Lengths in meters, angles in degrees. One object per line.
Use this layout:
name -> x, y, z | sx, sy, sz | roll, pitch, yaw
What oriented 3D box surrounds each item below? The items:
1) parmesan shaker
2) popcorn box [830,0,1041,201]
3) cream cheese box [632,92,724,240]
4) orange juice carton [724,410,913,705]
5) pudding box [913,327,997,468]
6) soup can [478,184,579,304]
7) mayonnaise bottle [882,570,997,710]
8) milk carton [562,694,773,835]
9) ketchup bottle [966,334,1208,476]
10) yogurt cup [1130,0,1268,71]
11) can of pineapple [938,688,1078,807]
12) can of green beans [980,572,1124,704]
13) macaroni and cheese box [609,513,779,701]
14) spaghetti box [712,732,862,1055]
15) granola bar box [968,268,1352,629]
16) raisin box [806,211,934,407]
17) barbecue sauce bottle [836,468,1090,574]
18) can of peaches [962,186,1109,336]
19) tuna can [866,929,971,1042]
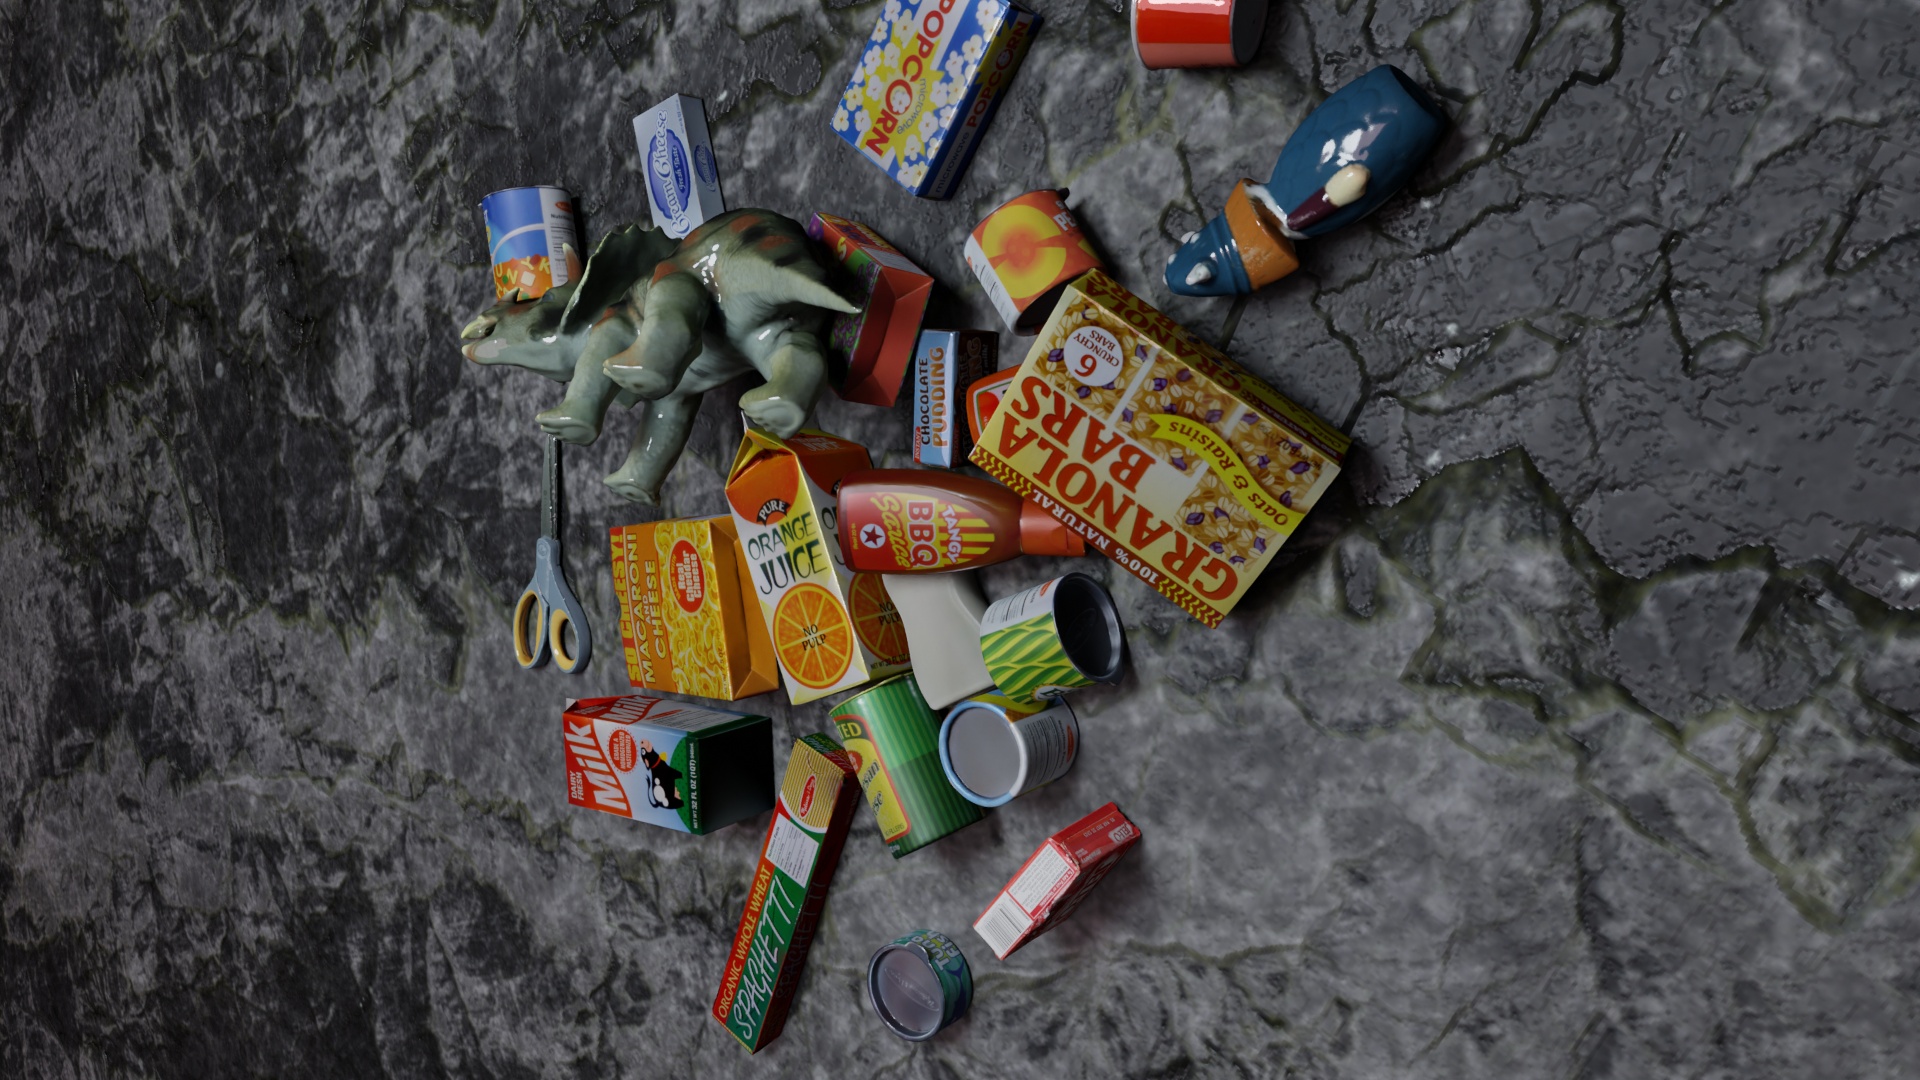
parmesan shaker -> -0.033, 0.143, 0.888 | 0.071, 0.071, 0.103 | -34, 75, 35
popcorn box -> -0.017, -0.283, 0.843 | 0.085, 0.038, 0.126 | 44, 119, 26
cream cheese box -> -0.200, -0.259, 0.992 | 0.053, 0.024, 0.104 | -14, 87, 39
orange juice carton -> -0.092, 0.003, 0.913 | 0.073, 0.072, 0.193 | -23, 82, 36
pudding box -> -0.004, -0.088, 0.850 | 0.030, 0.050, 0.083 | 9, 101, 34
soup can -> -0.329, -0.222, 1.065 | 0.071, 0.071, 0.083 | -7, 92, 37
mayonnaise bottle -> -0.017, 0.029, 0.880 | 0.064, 0.041, 0.148 | -27, 78, 29
milk carton -> -0.233, 0.162, 1.038 | 0.190, 0.073, 0.072 | 4, 98, 37
ketchup bottle -> 0.075, -0.081, 0.796 | 0.148, 0.044, 0.064 | -14, 91, 37
yogurt cup -> 0.126, -0.277, 0.722 | 0.054, 0.072, 0.072 | 16, 105, 26
can of pineapple -> 0.028, 0.123, 0.847 | 0.071, 0.058, 0.071 | 6, 100, 36
can of green beans -> 0.054, 0.058, 0.815 | 0.057, 0.071, 0.071 | -23, 82, 37
macaroni and cheese box -> -0.194, 0.045, 0.989 | 0.166, 0.040, 0.123 | -3, 95, 53
spaghetti box -> -0.125, 0.255, 0.997 | 0.050, 0.029, 0.249 | 31, 113, 30
granola bar box -> 0.103, -0.048, 0.742 | 0.165, 0.039, 0.123 | 36, 125, 7
raisin box -> -0.068, -0.146, 0.867 | 0.124, 0.040, 0.085 | 49, 126, 53
barbecue sauce bottle -> 0.003, -0.010, 0.829 | 0.148, 0.044, 0.064 | 1, 114, 13
can of peaches -> 0.045, -0.159, 0.795 | 0.071, 0.071, 0.058 | -39, 73, 34
tuna can -> -0.027, 0.293, 0.925 | 0.071, 0.033, 0.071 | 6, 99, 36
